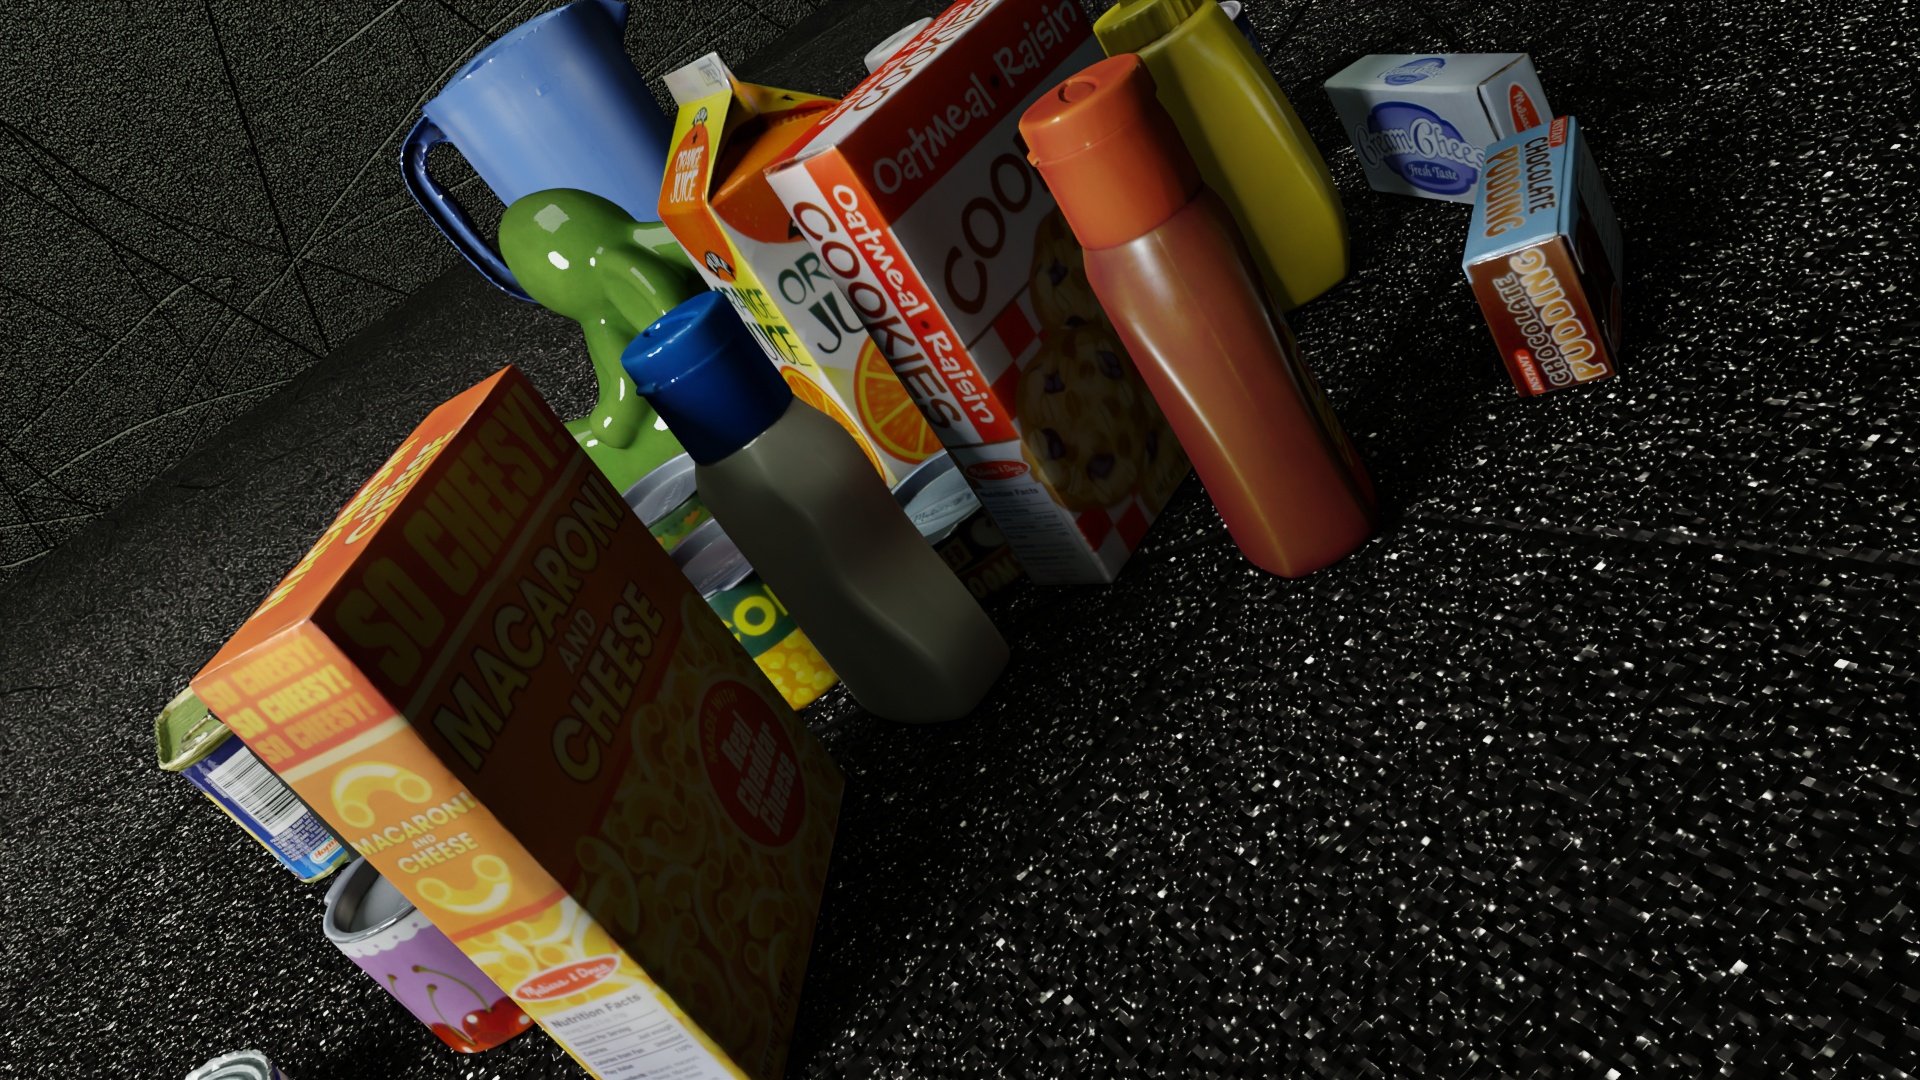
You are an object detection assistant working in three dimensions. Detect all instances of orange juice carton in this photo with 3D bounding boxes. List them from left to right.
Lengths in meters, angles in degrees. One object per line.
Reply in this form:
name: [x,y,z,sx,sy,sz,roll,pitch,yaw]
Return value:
orange juice carton: [-0.058,-0.113,0.579,0.073,0.192,0.072,-41,26,-15]

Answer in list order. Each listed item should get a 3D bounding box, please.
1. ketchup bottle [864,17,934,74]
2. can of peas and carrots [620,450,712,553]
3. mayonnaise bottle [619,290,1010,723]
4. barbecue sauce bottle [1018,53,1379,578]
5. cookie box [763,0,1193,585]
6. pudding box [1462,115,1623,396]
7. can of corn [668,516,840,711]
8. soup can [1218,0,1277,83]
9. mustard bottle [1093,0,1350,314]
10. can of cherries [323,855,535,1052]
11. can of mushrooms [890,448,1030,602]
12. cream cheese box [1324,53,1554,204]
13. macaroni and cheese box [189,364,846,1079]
ketchup bottle: [0.009,-0.168,0.648,0.043,0.148,0.065,-5,38,47]
can of peas and carrots: [-0.113,0.000,0.603,0.071,0.058,0.071,-27,26,15]
mayonnaise bottle: [-0.045,-0.007,0.429,0.064,0.147,0.041,-2,40,50]
barbecue sauce bottle: [0.067,-0.061,0.390,0.043,0.148,0.065,-30,25,9]
cookie box: [0.026,-0.088,0.463,0.040,0.167,0.123,-4,38,47]
pudding box: [0.178,-0.088,0.421,0.030,0.049,0.084,-15,31,35]
can of corn: [-0.072,0.025,0.510,0.071,0.058,0.071,-27,26,15]
soup can: [0.118,-0.193,0.640,0.071,0.083,0.072,-27,26,15]
mustard bottle: [0.091,-0.159,0.521,0.065,0.159,0.049,-25,26,20]
can of cherries: [-0.158,0.119,0.444,0.071,0.058,0.072,-27,26,15]
can of mushrooms: [0.002,-0.006,0.506,0.071,0.033,0.071,-27,26,14]
cream cheese box: [0.185,-0.158,0.533,0.024,0.053,0.104,-36,25,-3]
macaroni and cheese box: [-0.099,0.053,0.364,0.040,0.166,0.124,-25,26,19]
